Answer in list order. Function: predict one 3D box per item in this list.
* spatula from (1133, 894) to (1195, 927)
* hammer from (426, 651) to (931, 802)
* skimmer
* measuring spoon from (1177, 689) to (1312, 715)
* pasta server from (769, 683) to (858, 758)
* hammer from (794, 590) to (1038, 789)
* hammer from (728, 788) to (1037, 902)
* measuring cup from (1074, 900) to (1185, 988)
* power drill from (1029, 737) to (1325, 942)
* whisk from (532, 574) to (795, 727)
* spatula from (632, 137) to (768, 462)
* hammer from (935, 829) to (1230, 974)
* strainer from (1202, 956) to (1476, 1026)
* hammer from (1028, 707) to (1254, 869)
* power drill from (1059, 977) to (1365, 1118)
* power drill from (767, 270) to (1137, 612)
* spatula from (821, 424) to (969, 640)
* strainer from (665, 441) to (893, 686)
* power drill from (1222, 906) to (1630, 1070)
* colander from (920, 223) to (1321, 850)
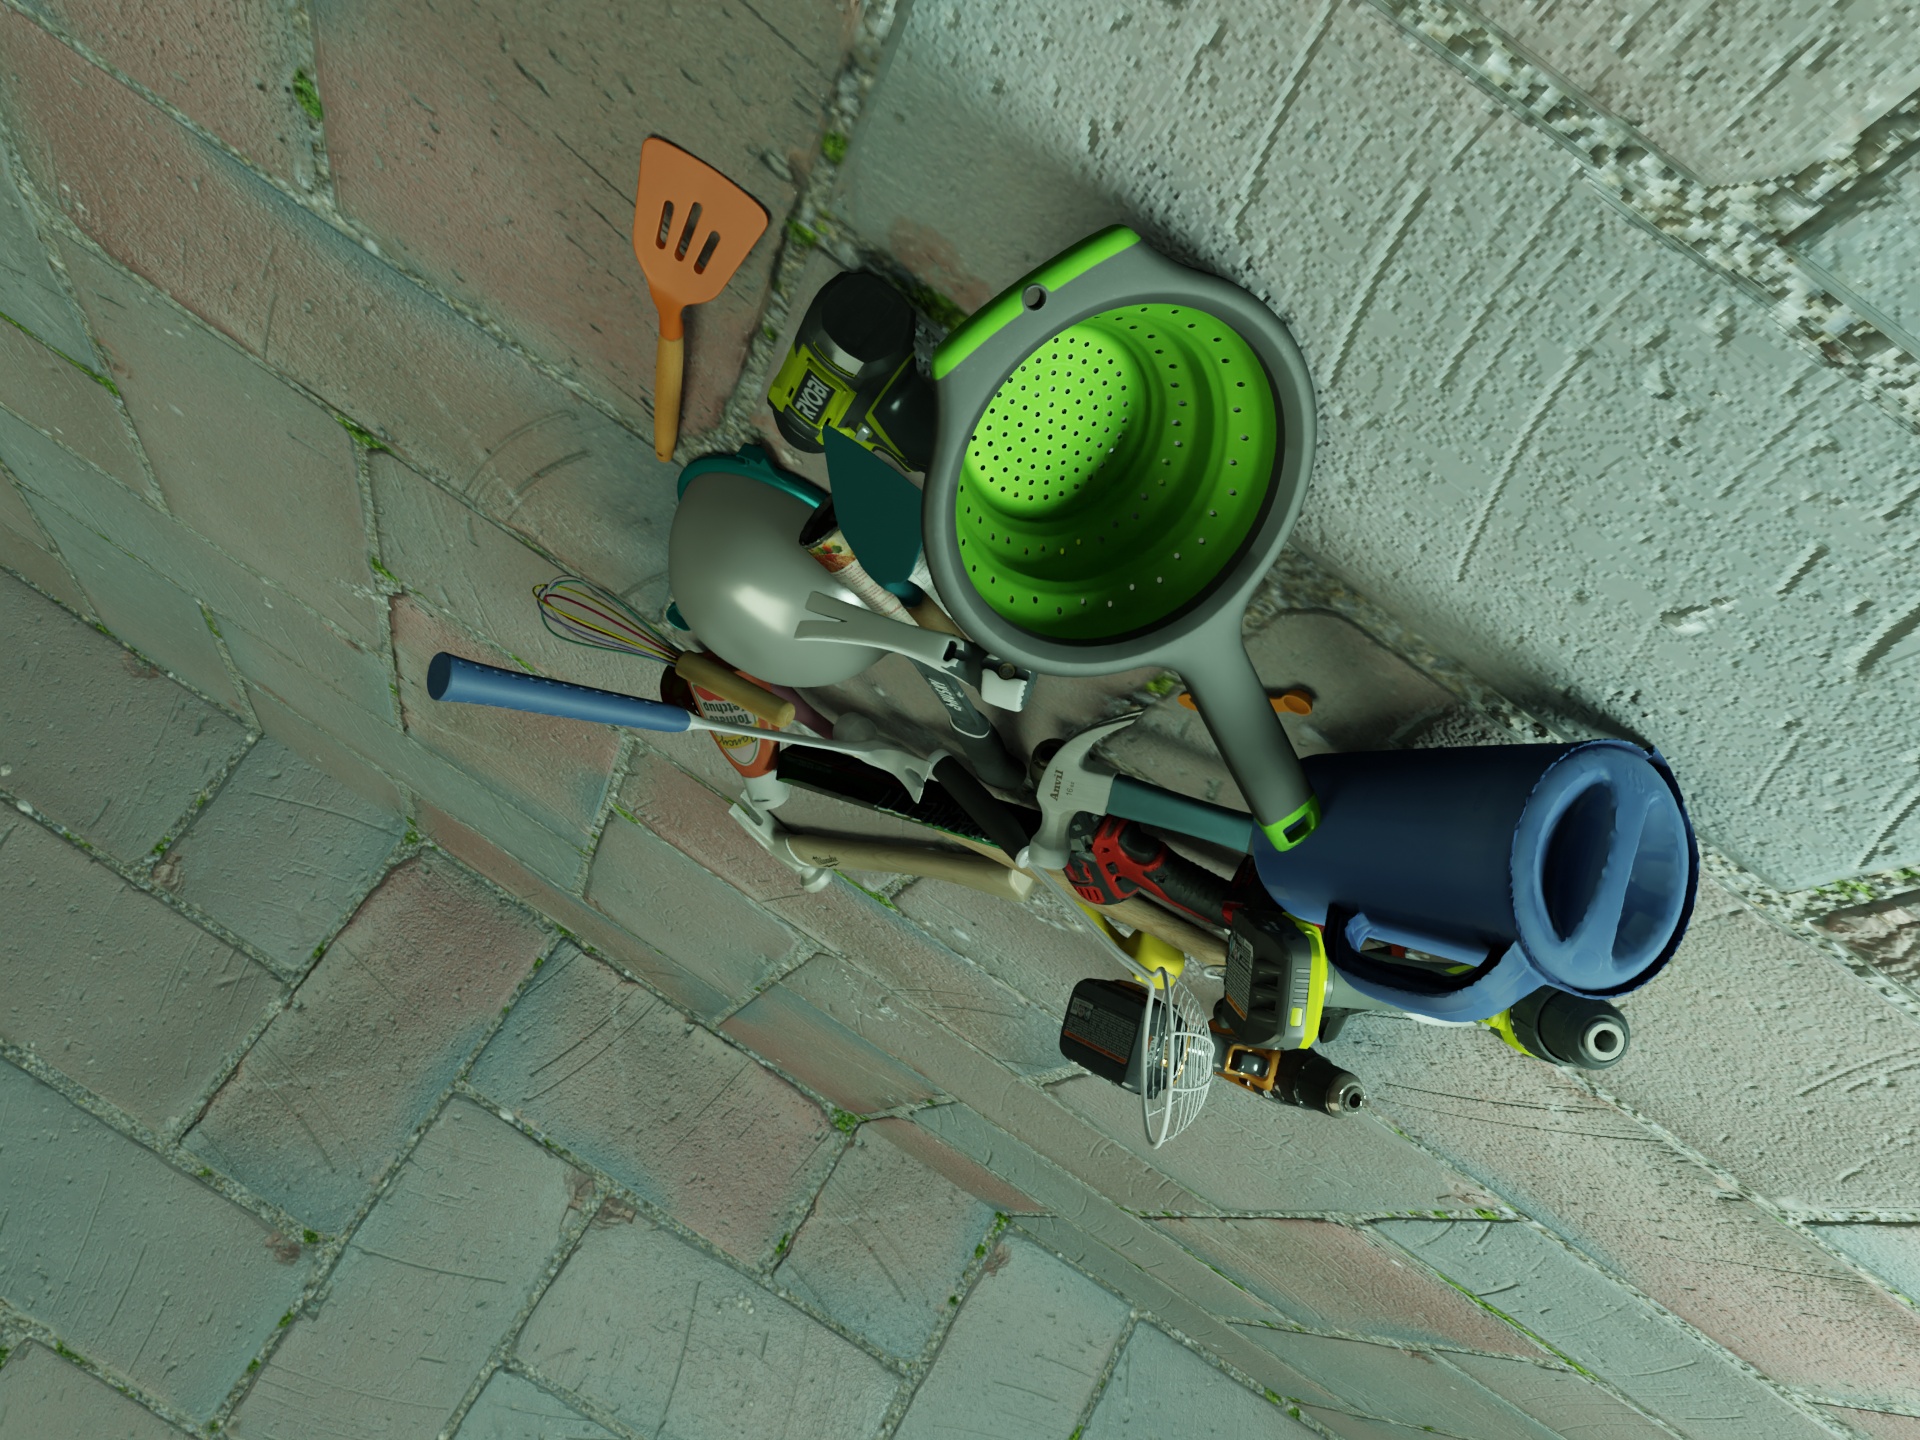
[{"bbox_3d":[0.183,0.179,1.386,0.316,0.018,0.059,30,152,9],"label":"spatula"},{"bbox_3d":[-0.199,0.002,1.210,0.405,0.035,0.144,11,-169,-39],"label":"hammer"},{"bbox_3d":[0.065,0.159,1.210,0.364,0.090,0.127,46,152,29],"label":"skimmer"},{"bbox_3d":[0.182,-0.014,1.021,0.021,0.011,0.117,45,157,-27],"label":"measuring spoon"},{"bbox_3d":[-0.093,0.032,1.415,0.316,0.060,0.040,36,141,-17],"label":"pasta server"},{"bbox_3d":[-0.002,-0.004,1.097,0.149,0.036,0.408,19,171,12],"label":"hammer"},{"bbox_3d":[-0.079,0.134,1.604,0.411,0.038,0.146,1,140,50],"label":"hammer"},{"bbox_3d":[0.136,0.176,1.420,0.156,0.062,0.029,42,121,10],"label":"measuring cup"},{"bbox_3d":[0.157,0.100,1.196,0.227,0.080,0.187,20,154,33],"label":"power drill"},{"bbox_3d":[-0.233,-0.052,1.227,0.245,0.051,0.047,27,172,18],"label":"whisk"},{"bbox_3d":[-0.178,-0.241,1.005,0.081,0.041,0.322,33,161,-2],"label":"spatula"},{"bbox_3d":[0.125,0.151,1.357,0.331,0.031,0.130,26,146,16],"label":"hammer"},{"bbox_3d":[0.294,0.186,1.136,0.258,0.050,0.086,6,143,-13],"label":"strainer"},{"bbox_3d":[0.212,0.082,1.079,0.331,0.033,0.128,16,110,17],"label":"hammer"},{"bbox_3d":[0.224,0.294,1.389,0.226,0.084,0.185,17,177,-30],"label":"power drill"},{"bbox_3d":[-0.009,-0.144,0.920,0.223,0.080,0.171,39,161,-6],"label":"power drill"},{"bbox_3d":[-0.013,-0.073,0.961,0.082,0.044,0.317,38,177,24],"label":"spatula"},{"bbox_3d":[-0.174,-0.081,1.219,0.210,0.095,0.340,41,154,-21],"label":"strainer"},{"bbox_3d":[0.294,0.176,1.015,0.228,0.080,0.190,6,-179,1],"label":"power drill"},{"bbox_3d":[0.098,-0.077,0.825,0.396,0.204,0.095,56,178,-38],"label":"colander"}]
